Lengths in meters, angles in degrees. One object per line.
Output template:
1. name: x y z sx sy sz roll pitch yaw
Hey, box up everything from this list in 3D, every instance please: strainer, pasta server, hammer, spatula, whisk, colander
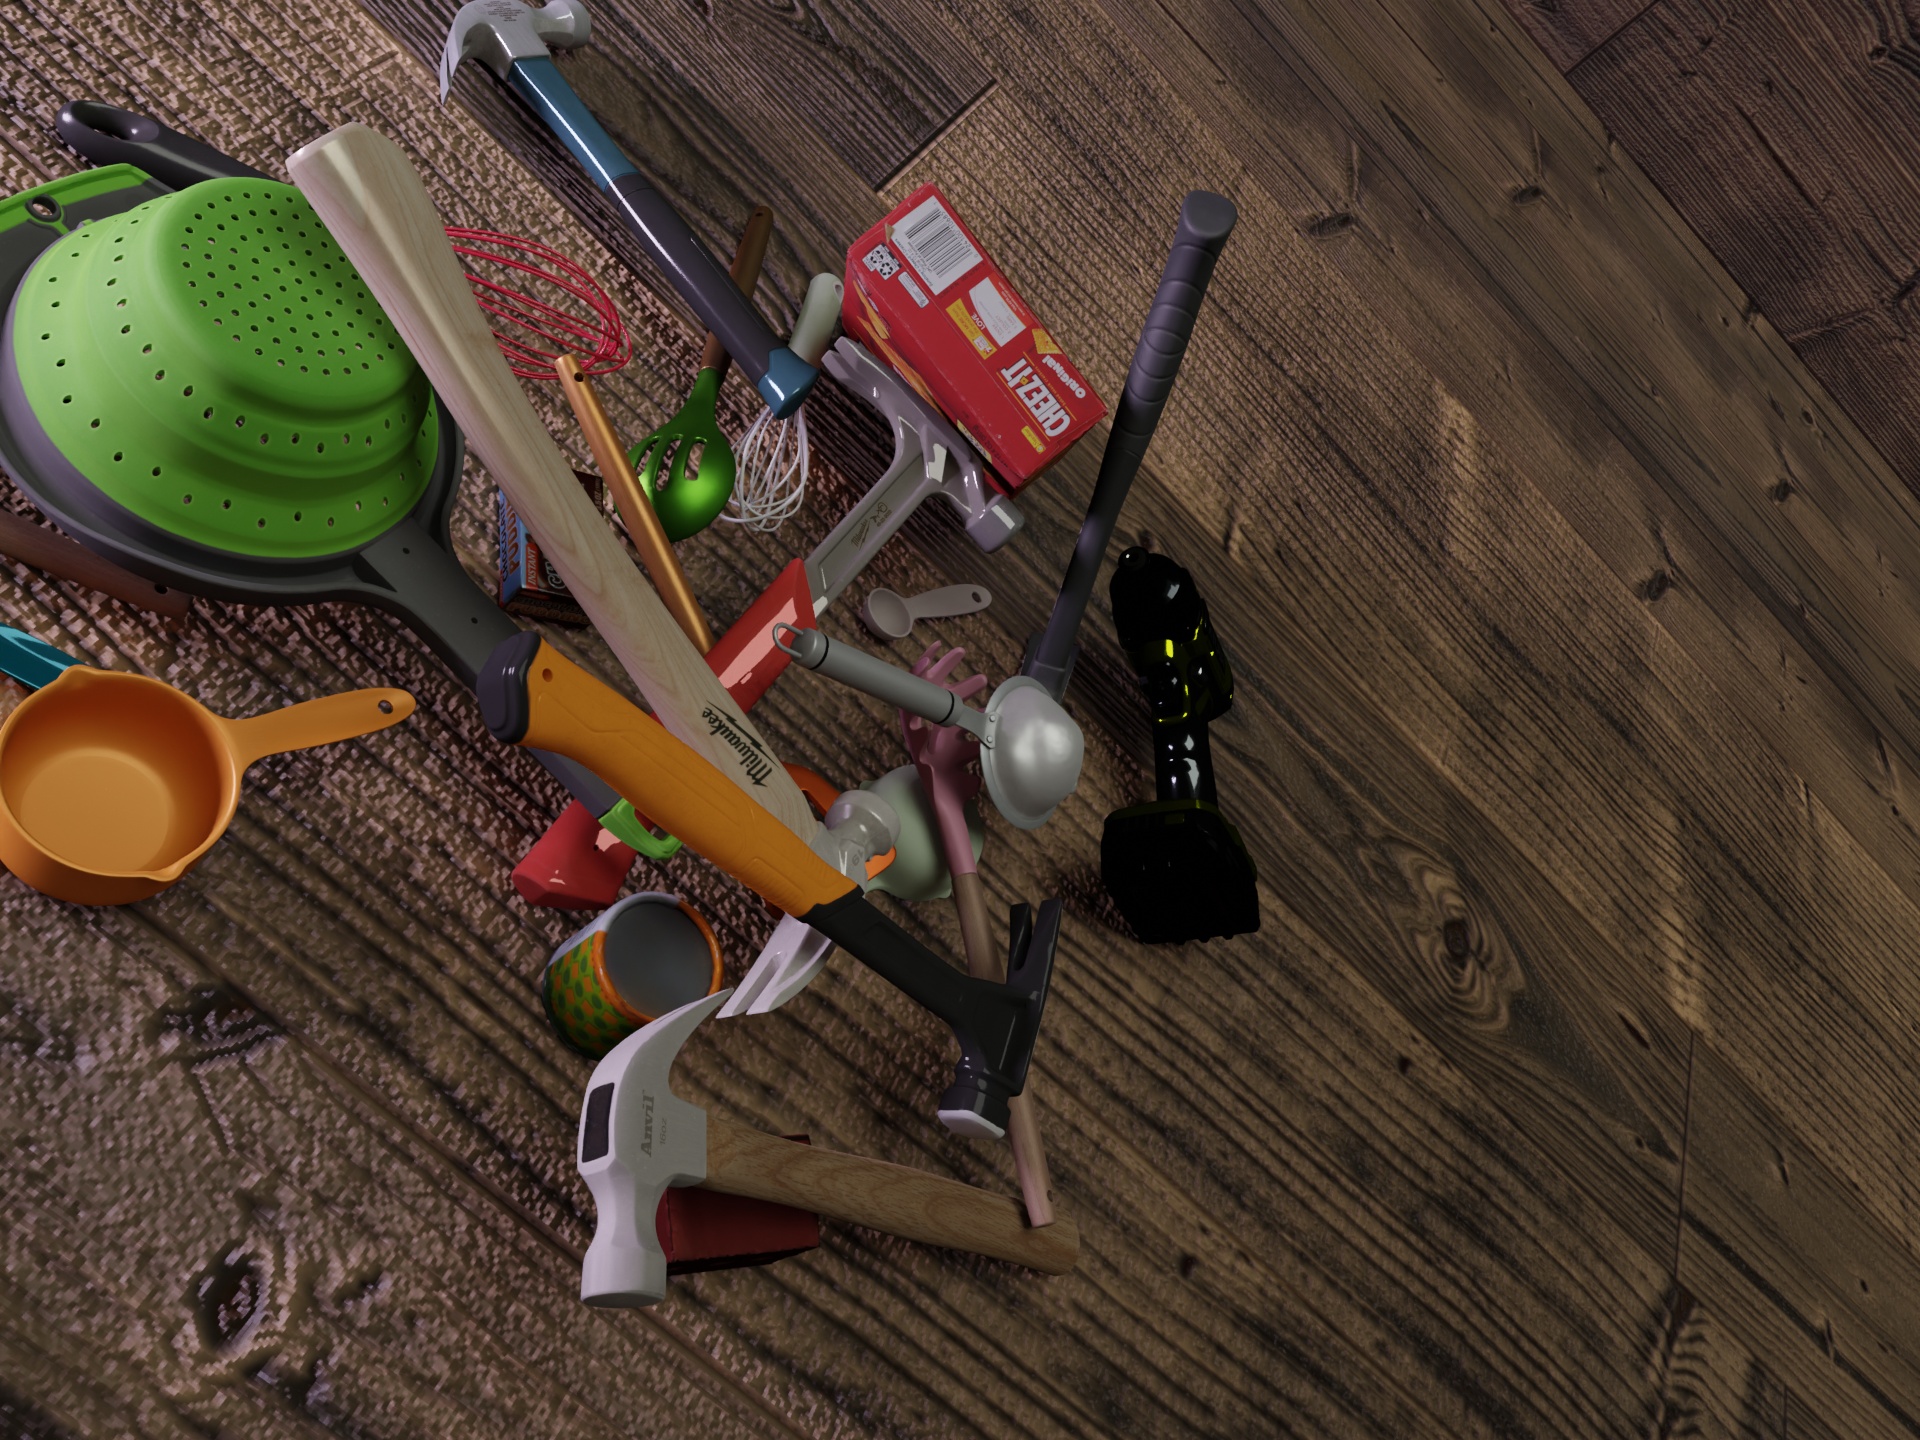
1. strainer: -0.001 -0.003 0.840 0.258 0.050 0.087 24 67 -43
2. pasta server: 0.014 0.107 0.849 0.060 0.040 0.316 16 54 -50
3. hammer: 0.092 -0.143 0.940 0.035 0.334 0.146 19 24 1
4. hammer: -0.043 0.214 0.728 0.331 0.031 0.130 32 44 -47
5. spatula: -0.469 -0.113 0.637 0.315 0.018 0.060 26 47 -26
6. spatula: -0.139 -0.050 0.848 0.081 0.041 0.322 -27 92 -30
7. whisk: -0.311 -0.251 0.833 0.295 0.073 0.073 19 54 -24
8. hammer: -0.161 -0.058 0.696 0.410 0.038 0.146 59 37 -22
9. hammer: -0.110 -0.047 0.830 0.149 0.036 0.359 44 59 -10
10. hammer: -0.072 0.062 0.709 0.336 0.034 0.127 42 52 -34
11. hammer: -0.192 -0.312 0.955 0.331 0.033 0.128 51 44 10
12. whisk: -0.106 -0.205 0.993 0.057 0.059 0.247 70 23 -44
13. colander: -0.242 -0.099 0.688 0.397 0.094 0.205 47 43 -10

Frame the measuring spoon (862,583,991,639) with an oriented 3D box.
1. measuring spoon: -0.021 -0.070 1.006 0.124 0.018 0.034 -16 76 -52

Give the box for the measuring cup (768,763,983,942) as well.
1. measuring cup: -0.045 0.080 0.871 0.083 0.038 0.167 53 41 -2

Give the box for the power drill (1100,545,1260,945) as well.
1. power drill: 0.133 0.013 1.001 0.171 0.080 0.223 54 31 -53

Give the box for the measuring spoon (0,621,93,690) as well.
1. measuring spoon: -0.404 -0.031 0.649 0.128 0.021 0.042 34 46 -33

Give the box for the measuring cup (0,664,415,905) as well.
1. measuring cup: -0.314 0.020 0.667 0.173 0.052 0.095 -20 79 -48

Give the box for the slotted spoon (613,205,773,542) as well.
1. slotted spoon: -0.149 -0.225 0.969 0.070 0.031 0.314 2 49 7
